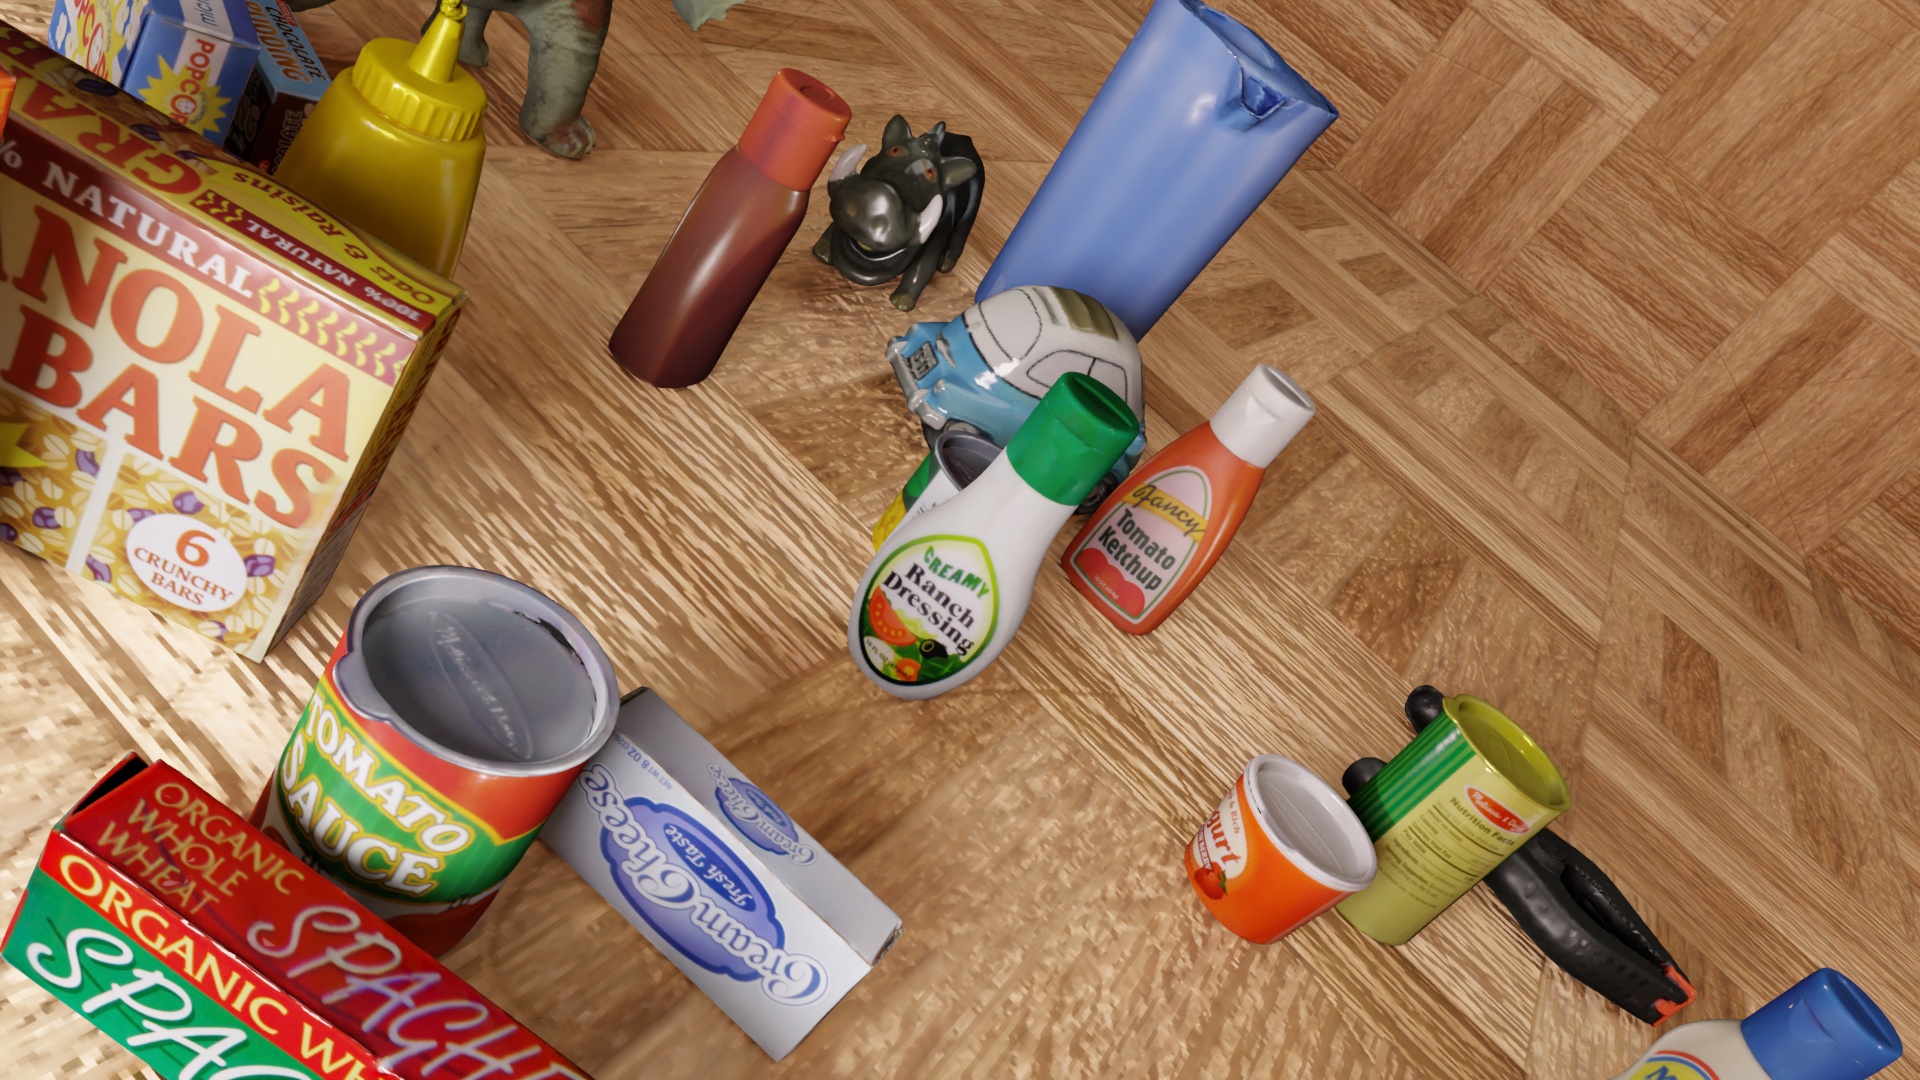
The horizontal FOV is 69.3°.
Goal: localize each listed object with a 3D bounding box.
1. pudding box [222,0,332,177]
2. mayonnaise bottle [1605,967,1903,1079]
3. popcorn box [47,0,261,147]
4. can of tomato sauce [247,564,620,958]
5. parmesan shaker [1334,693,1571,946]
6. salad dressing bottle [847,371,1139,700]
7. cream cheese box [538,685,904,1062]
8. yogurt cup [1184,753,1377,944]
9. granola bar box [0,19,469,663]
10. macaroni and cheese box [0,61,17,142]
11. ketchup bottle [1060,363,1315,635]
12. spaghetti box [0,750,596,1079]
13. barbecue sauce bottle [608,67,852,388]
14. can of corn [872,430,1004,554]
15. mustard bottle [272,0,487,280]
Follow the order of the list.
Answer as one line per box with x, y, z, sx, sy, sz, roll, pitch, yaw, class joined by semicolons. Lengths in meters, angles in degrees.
-0.288;-0.186;0.576;0.030;0.049;0.084;2;44;-49;pudding box
0.282;0.219;0.530;0.041;0.147;0.065;21;32;-30;mayonnaise bottle
-0.305;-0.186;0.520;0.038;0.085;0.127;7;40;-45;popcorn box
-0.136;0.059;0.350;0.071;0.082;0.071;29;29;-17;can of tomato sauce
0.214;0.127;0.637;0.071;0.102;0.072;29;29;-17;parmesan shaker
0.012;0.000;0.544;0.064;0.147;0.044;41;27;5;salad dressing bottle
-0.071;0.096;0.401;0.104;0.053;0.024;41;27;6;cream cheese box
0.132;0.132;0.585;0.072;0.053;0.073;29;29;-17;yogurt cup
-0.233;-0.055;0.363;0.165;0.123;0.039;30;28;-14;granola bar box
-0.271;-0.065;0.288;0.124;0.165;0.040;42;27;7;macaroni and cheese box
0.117;-0.022;0.699;0.065;0.148;0.044;45;28;14;ketchup bottle
-0.097;0.141;0.307;0.250;0.050;0.029;37;27;-2;spaghetti box
-0.100;-0.136;0.617;0.044;0.148;0.065;40;27;3;barbecue sauce bottle
0.002;-0.008;0.640;0.071;0.058;0.071;29;29;-17;can of corn
-0.192;-0.112;0.459;0.065;0.159;0.049;17;34;-35;mustard bottle
